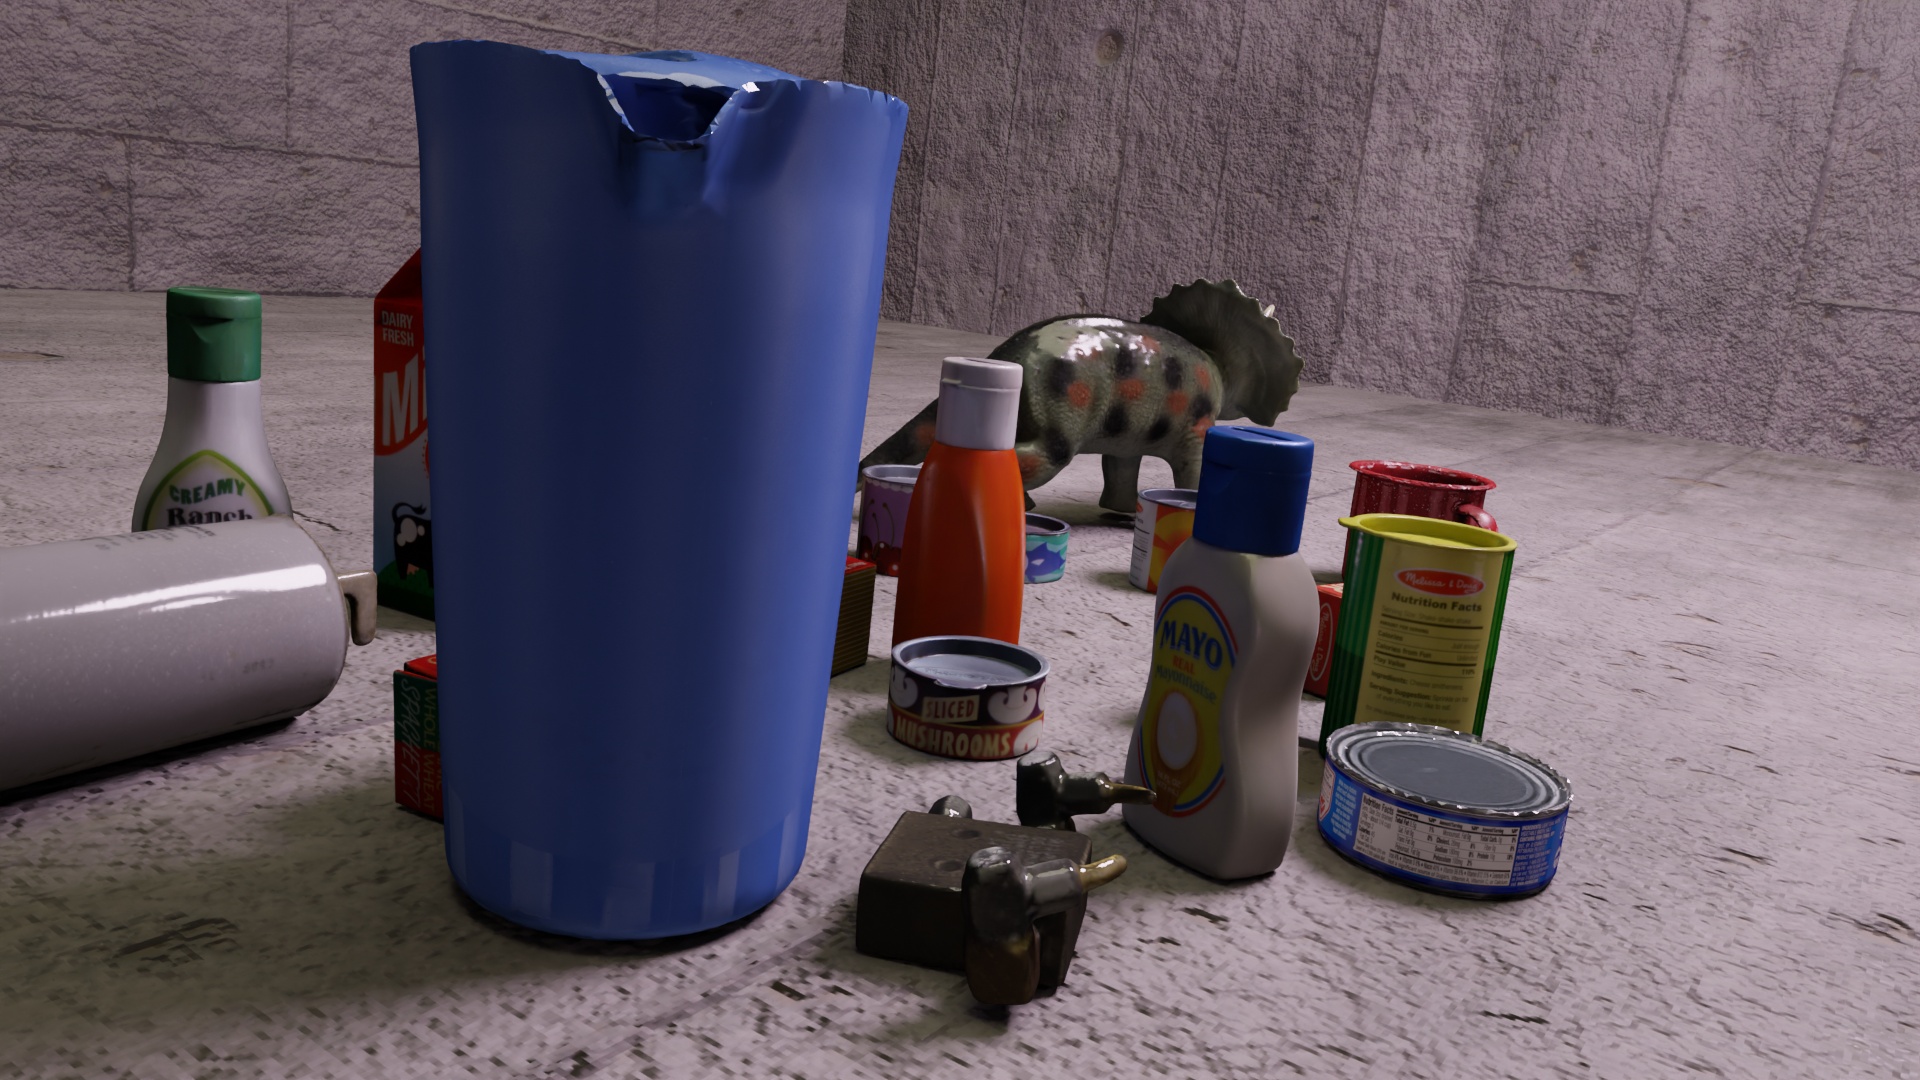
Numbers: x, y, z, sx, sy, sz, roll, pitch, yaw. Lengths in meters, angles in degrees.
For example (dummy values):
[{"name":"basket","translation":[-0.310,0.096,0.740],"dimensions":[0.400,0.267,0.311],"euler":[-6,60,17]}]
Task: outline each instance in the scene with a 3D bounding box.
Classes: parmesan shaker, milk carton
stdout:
[{"name":"parmesan shaker","translation":[0.187,0.045,0.584],"dimensions":[0.071,0.102,0.071],"euler":[6,12,-1]},{"name":"milk carton","translation":[-0.229,-0.060,0.667],"dimensions":[0.073,0.190,0.072],"euler":[12,13,27]}]

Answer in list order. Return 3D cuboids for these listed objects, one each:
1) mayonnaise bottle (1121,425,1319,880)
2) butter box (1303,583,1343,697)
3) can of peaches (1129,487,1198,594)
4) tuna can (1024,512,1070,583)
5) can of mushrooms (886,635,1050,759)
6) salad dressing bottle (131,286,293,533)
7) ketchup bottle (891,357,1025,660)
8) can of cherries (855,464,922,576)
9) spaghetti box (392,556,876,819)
[{"name":"mayonnaise bottle","translation":[0.091,0.036,0.475],"dimensions":[0.041,0.147,0.065],"euler":[-2,14,-33]},{"name":"butter box","translation":[0.215,0.047,0.705],"dimensions":[0.104,0.053,0.024],"euler":[-4,15,-38]},{"name":"can of peaches","translation":[0.143,0.002,0.869],"dimensions":[0.071,0.058,0.071],"euler":[6,12,-1]},{"name":"tuna can","translation":[0.033,0.003,0.869],"dimensions":[0.071,0.032,0.071],"euler":[6,12,-1]},{"name":"can of mushrooms","translation":[0.002,0.064,0.573],"dimensions":[0.071,0.033,0.071],"euler":[6,12,-1]},{"name":"salad dressing bottle","translation":[-0.329,-0.036,0.613],"dimensions":[0.064,0.147,0.044],"euler":[1,13,-22]},{"name":"ketchup bottle","translation":[0.002,-0.008,0.634],"dimensions":[0.043,0.148,0.065],"euler":[-5,16,-43]},{"name":"can of cherries","translation":[-0.027,-0.012,0.851],"dimensions":[0.071,0.058,0.071],"euler":[6,12,-1]},{"name":"spaghetti box","translation":[-0.113,0.049,0.552],"dimensions":[0.029,0.050,0.251],"euler":[12,14,27]}]
